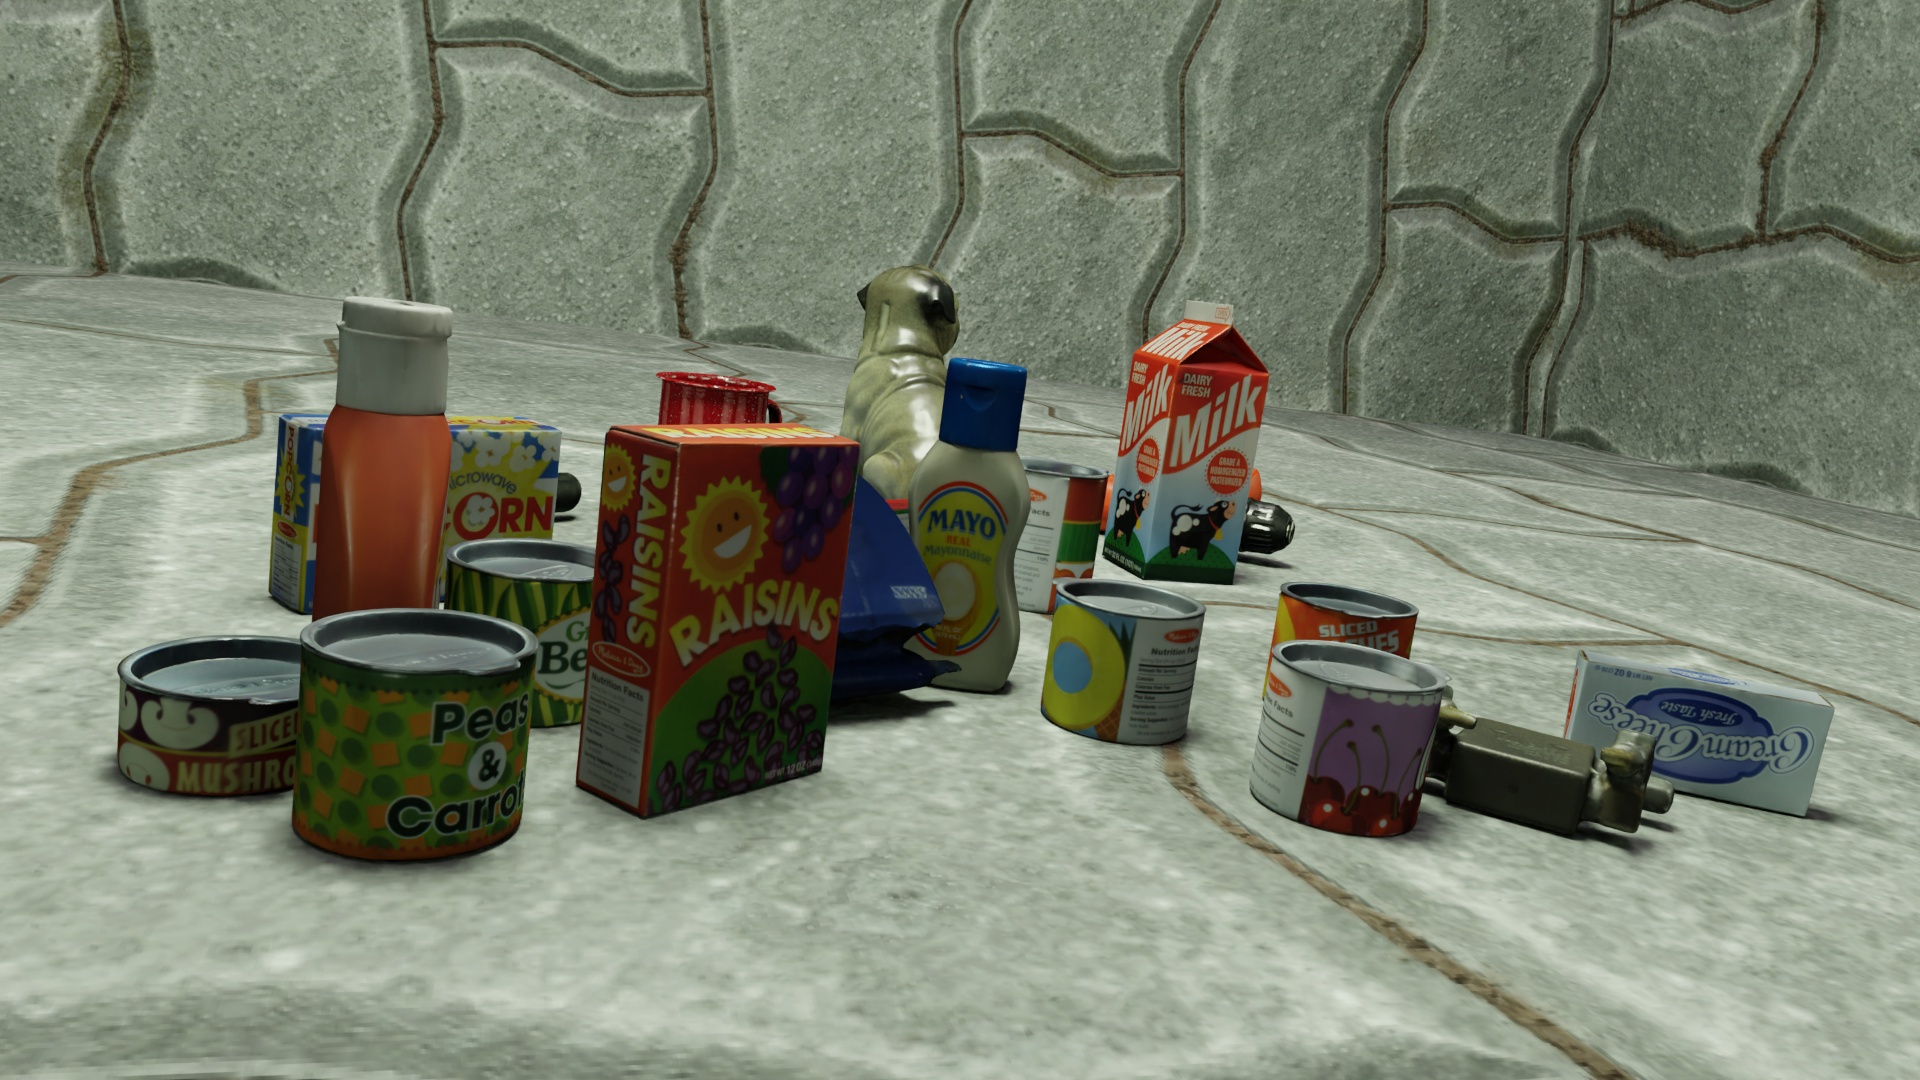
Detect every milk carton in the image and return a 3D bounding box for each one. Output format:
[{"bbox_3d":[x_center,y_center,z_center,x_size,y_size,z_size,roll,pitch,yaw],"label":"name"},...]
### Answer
[{"bbox_3d":[0.158,-0.071,0.968,0.073,0.190,0.072,4,11,-20],"label":"milk carton"}]

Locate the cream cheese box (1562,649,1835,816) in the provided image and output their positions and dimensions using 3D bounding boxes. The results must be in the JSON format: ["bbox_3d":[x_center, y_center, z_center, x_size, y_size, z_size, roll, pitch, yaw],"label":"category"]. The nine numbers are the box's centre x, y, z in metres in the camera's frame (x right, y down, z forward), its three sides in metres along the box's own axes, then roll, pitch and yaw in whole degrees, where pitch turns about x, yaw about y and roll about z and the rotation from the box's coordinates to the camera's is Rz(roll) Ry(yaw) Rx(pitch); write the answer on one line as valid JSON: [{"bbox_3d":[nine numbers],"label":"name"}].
[{"bbox_3d":[0.330,0.086,0.628,0.104,0.053,0.024,10,10,13],"label":"cream cheese box"}]

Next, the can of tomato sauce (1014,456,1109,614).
[{"bbox_3d":[0.051,-0.004,0.829,0.071,0.083,0.071,8,10,-1],"label":"can of tomato sauce"}]

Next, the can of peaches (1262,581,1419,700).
[{"bbox_3d":[0.184,0.056,0.674,0.071,0.058,0.071,8,10,-1],"label":"can of peaches"}]

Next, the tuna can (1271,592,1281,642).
[{"bbox_3d":[0.213,0.051,0.788,0.071,0.032,0.071,8,10,-1],"label":"tuna can"}]

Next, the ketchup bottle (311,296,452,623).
[{"bbox_3d":[-0.208,-0.012,0.501,0.043,0.148,0.065,2,11,-29],"label":"ketchup bottle"}]

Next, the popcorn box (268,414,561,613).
[{"bbox_3d":[-0.256,-0.015,0.659,0.038,0.085,0.127,16,13,39],"label":"popcorn box"}]

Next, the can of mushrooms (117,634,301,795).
[{"bbox_3d":[-0.230,0.055,0.443,0.071,0.033,0.071,8,10,-1],"label":"can of mushrooms"}]

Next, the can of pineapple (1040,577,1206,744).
[{"bbox_3d":[0.070,0.052,0.614,0.071,0.057,0.071,8,10,-1],"label":"can of pineapple"}]

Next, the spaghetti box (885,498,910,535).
[{"bbox_3d":[-0.015,-0.001,0.857,0.029,0.050,0.251,14,12,33],"label":"spaghetti box"}]

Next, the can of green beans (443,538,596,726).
[{"bbox_3d":[-0.165,0.034,0.536,0.071,0.057,0.071,8,10,-1],"label":"can of green beans"}]

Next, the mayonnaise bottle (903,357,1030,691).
[{"bbox_3d":[0.002,-0.008,0.636,0.065,0.147,0.041,9,10,6],"label":"mayonnaise bottle"}]

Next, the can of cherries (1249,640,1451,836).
[{"bbox_3d":[0.153,0.076,0.542,0.071,0.058,0.071,8,10,-1],"label":"can of cherries"}]

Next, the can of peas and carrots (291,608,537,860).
[{"bbox_3d":[-0.161,0.057,0.416,0.071,0.058,0.071,8,10,-1],"label":"can of peas and carrots"}]

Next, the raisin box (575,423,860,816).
[{"bbox_3d":[-0.082,0.023,0.478,0.040,0.123,0.086,15,13,37],"label":"raisin box"}]
